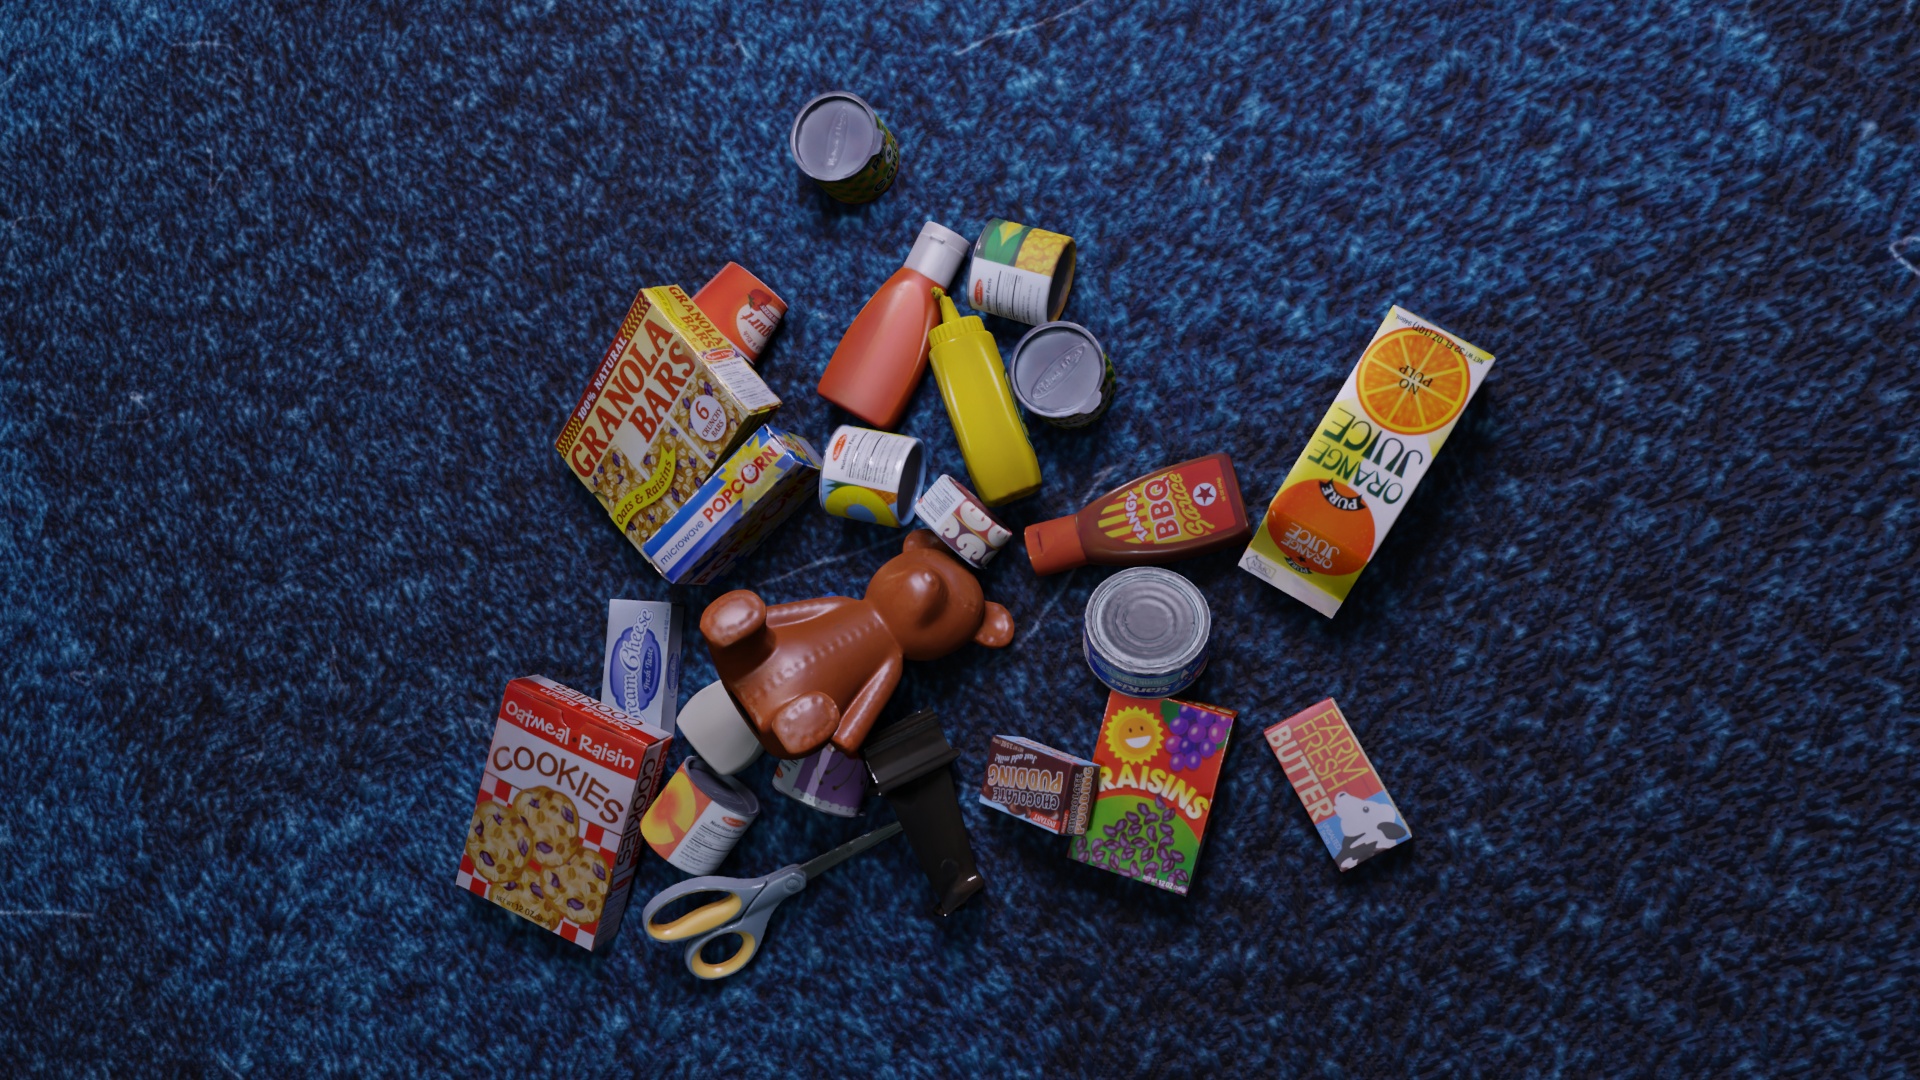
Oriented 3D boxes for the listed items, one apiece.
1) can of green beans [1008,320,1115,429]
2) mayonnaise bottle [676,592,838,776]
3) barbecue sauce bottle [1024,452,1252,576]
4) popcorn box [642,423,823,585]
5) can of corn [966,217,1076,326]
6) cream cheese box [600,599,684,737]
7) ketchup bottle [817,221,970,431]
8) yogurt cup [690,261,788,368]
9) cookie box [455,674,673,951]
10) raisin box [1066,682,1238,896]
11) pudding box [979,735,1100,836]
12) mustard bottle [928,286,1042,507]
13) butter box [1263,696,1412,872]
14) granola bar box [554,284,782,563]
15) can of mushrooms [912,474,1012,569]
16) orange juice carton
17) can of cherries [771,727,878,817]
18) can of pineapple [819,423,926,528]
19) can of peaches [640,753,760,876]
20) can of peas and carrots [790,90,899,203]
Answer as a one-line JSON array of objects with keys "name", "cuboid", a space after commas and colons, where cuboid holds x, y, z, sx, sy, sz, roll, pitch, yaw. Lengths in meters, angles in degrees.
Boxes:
[{"name": "can of green beans", "cuboid": [0.072, -0.113, 0.961, 0.071, 0.058, 0.071, -1, 85, 14]}, {"name": "mayonnaise bottle", "cuboid": [-0.134, 0.101, 1.005, 0.148, 0.041, 0.065, -44, 78, 6]}, {"name": "barbecue sauce bottle", "cuboid": [0.119, -0.011, 0.948, 0.148, 0.043, 0.065, -16, 70, 13]}, {"name": "popcorn box", "cuboid": [-0.159, -0.023, 0.998, 0.126, 0.085, 0.038, -44, 79, 7]}, {"name": "can of corn", "cuboid": [0.044, -0.188, 0.972, 0.058, 0.071, 0.071, 18, 90, 14]}, {"name": "cream cheese box", "cuboid": [-0.239, 0.097, 1.040, 0.053, 0.024, 0.104, 3, 86, 16]}, {"name": "ketchup bottle", "cuboid": [-0.043, -0.156, 1.001, 0.065, 0.043, 0.148, 29, 93, 11]}, {"name": "yogurt cup", "cuboid": [-0.164, -0.168, 1.023, 0.072, 0.072, 0.054, 38, 87, 14]}, {"name": "cookie box", "cuboid": [-0.293, 0.198, 1.022, 0.123, 0.040, 0.167, 21, 101, 15]}, {"name": "raisin box", "cuboid": [0.130, 0.164, 0.934, 0.086, 0.040, 0.123, 15, 91, 16]}, {"name": "pudding box", "cuboid": [0.053, 0.165, 0.937, 0.083, 0.030, 0.049, 11, 89, 51]}, {"name": "mustard bottle", "cuboid": [0.011, -0.104, 0.967, 0.049, 0.065, 0.160, -19, 87, 1]}, {"name": "butter box", "cuboid": [0.247, 0.159, 0.913, 0.053, 0.024, 0.103, -30, 79, 9]}, {"name": "granola bar box", "cuboid": [-0.216, -0.082, 1.005, 0.124, 0.039, 0.164, 48, 125, 13]}, {"name": "can of mushrooms", "cuboid": [0.003, -0.012, 0.968, 0.071, 0.071, 0.033, 43, 96, 13]}, {"name": "orange juice carton", "cuboid": [0.261, -0.048, 0.901, 0.072, 0.073, 0.192, 32, 94, 14]}, {"name": "can of cherries", "cuboid": [-0.089, 0.156, 0.978, 0.071, 0.071, 0.058, 21, 90, 15]}, {"name": "can of pineapple", "cuboid": [-0.061, -0.045, 0.987, 0.058, 0.071, 0.071, 12, 89, 14]}, {"name": "can of peaches", "cuboid": [-0.188, 0.197, 0.999, 0.071, 0.071, 0.058, 38, 96, 14]}, {"name": "can of peas and carrots", "cuboid": [-0.081, -0.285, 1.013, 0.071, 0.059, 0.071, -1, 86, 13]}]
